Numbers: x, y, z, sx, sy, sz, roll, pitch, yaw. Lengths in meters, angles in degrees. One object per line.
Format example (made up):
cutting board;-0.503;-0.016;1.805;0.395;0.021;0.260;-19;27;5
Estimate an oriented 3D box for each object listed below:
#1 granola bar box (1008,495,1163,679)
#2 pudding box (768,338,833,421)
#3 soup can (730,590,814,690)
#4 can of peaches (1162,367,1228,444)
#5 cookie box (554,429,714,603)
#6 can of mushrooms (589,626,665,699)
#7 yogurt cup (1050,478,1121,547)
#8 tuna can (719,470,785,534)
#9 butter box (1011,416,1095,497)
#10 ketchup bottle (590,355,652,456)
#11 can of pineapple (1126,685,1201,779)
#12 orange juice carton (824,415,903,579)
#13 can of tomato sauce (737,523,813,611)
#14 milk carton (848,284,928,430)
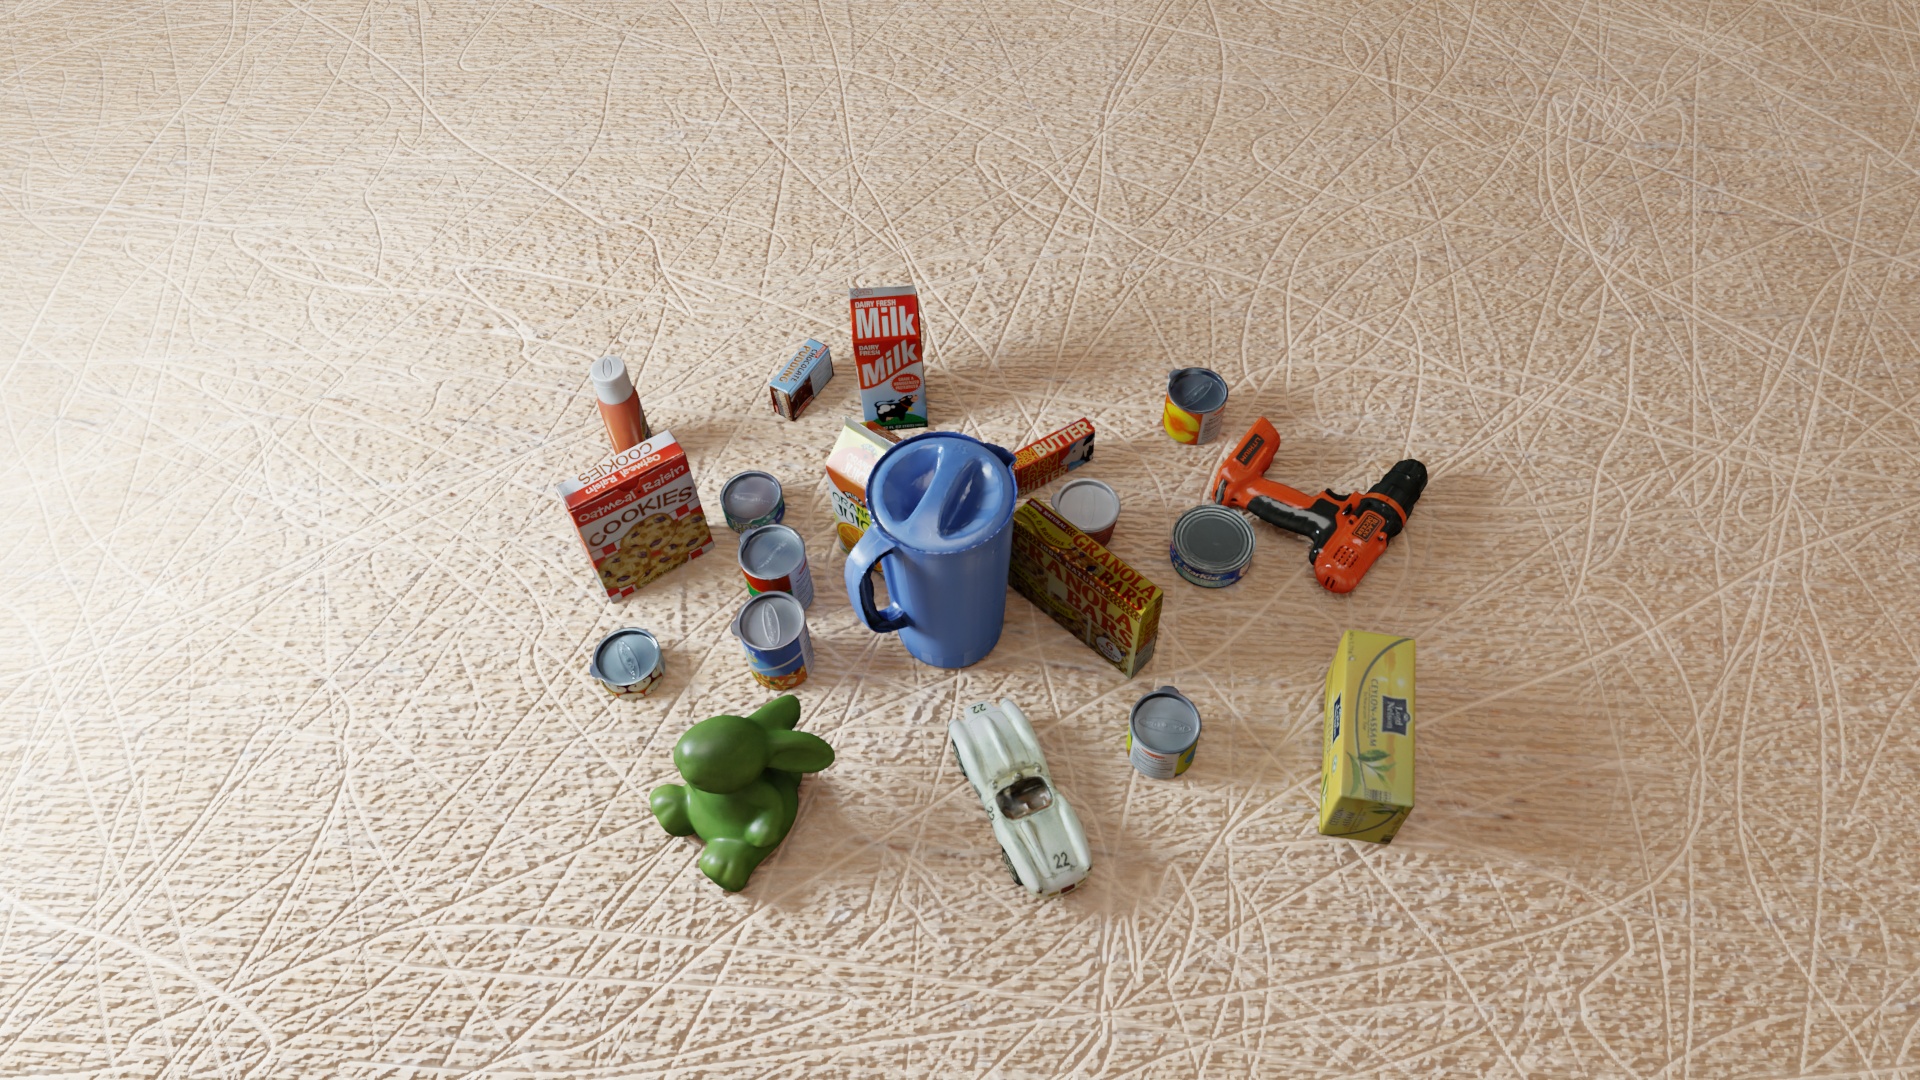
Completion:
granola bar box;0.120;0.046;1.355;0.166;0.123;0.039;38;65;24
pudding box;-0.179;-0.182;1.567;0.030;0.049;0.084;25;60;18
soup can;-0.182;0.099;1.352;0.071;0.083;0.072;-1;55;1
can of peaches;0.256;-0.148;1.526;0.071;0.057;0.071;-1;55;1
cookie box;-0.321;-0.021;1.388;0.123;0.166;0.040;-30;60;-18
can of mushrooms;-0.329;0.122;1.370;0.071;0.033;0.071;-1;55;1
yogurt cup;0.131;-0.023;1.445;0.072;0.053;0.073;-1;55;1
tuna can;-0.221;-0.037;1.478;0.071;0.032;0.071;-1;55;1
butter box;0.097;-0.089;1.492;0.104;0.052;0.024;-27;59;-16
ketchup bottle;-0.360;-0.135;1.479;0.043;0.148;0.065;-10;56;-5
can of pineapple;0.190;0.181;1.300;0.071;0.057;0.071;-1;55;1
orange juice carton;-0.080;-0.049;1.385;0.072;0.191;0.073;33;63;22
can of tomato sauce;-0.187;0.033;1.398;0.071;0.082;0.071;-1;55;1
milk carton;-0.077;-0.205;1.495;0.072;0.189;0.074;-4;56;-1
